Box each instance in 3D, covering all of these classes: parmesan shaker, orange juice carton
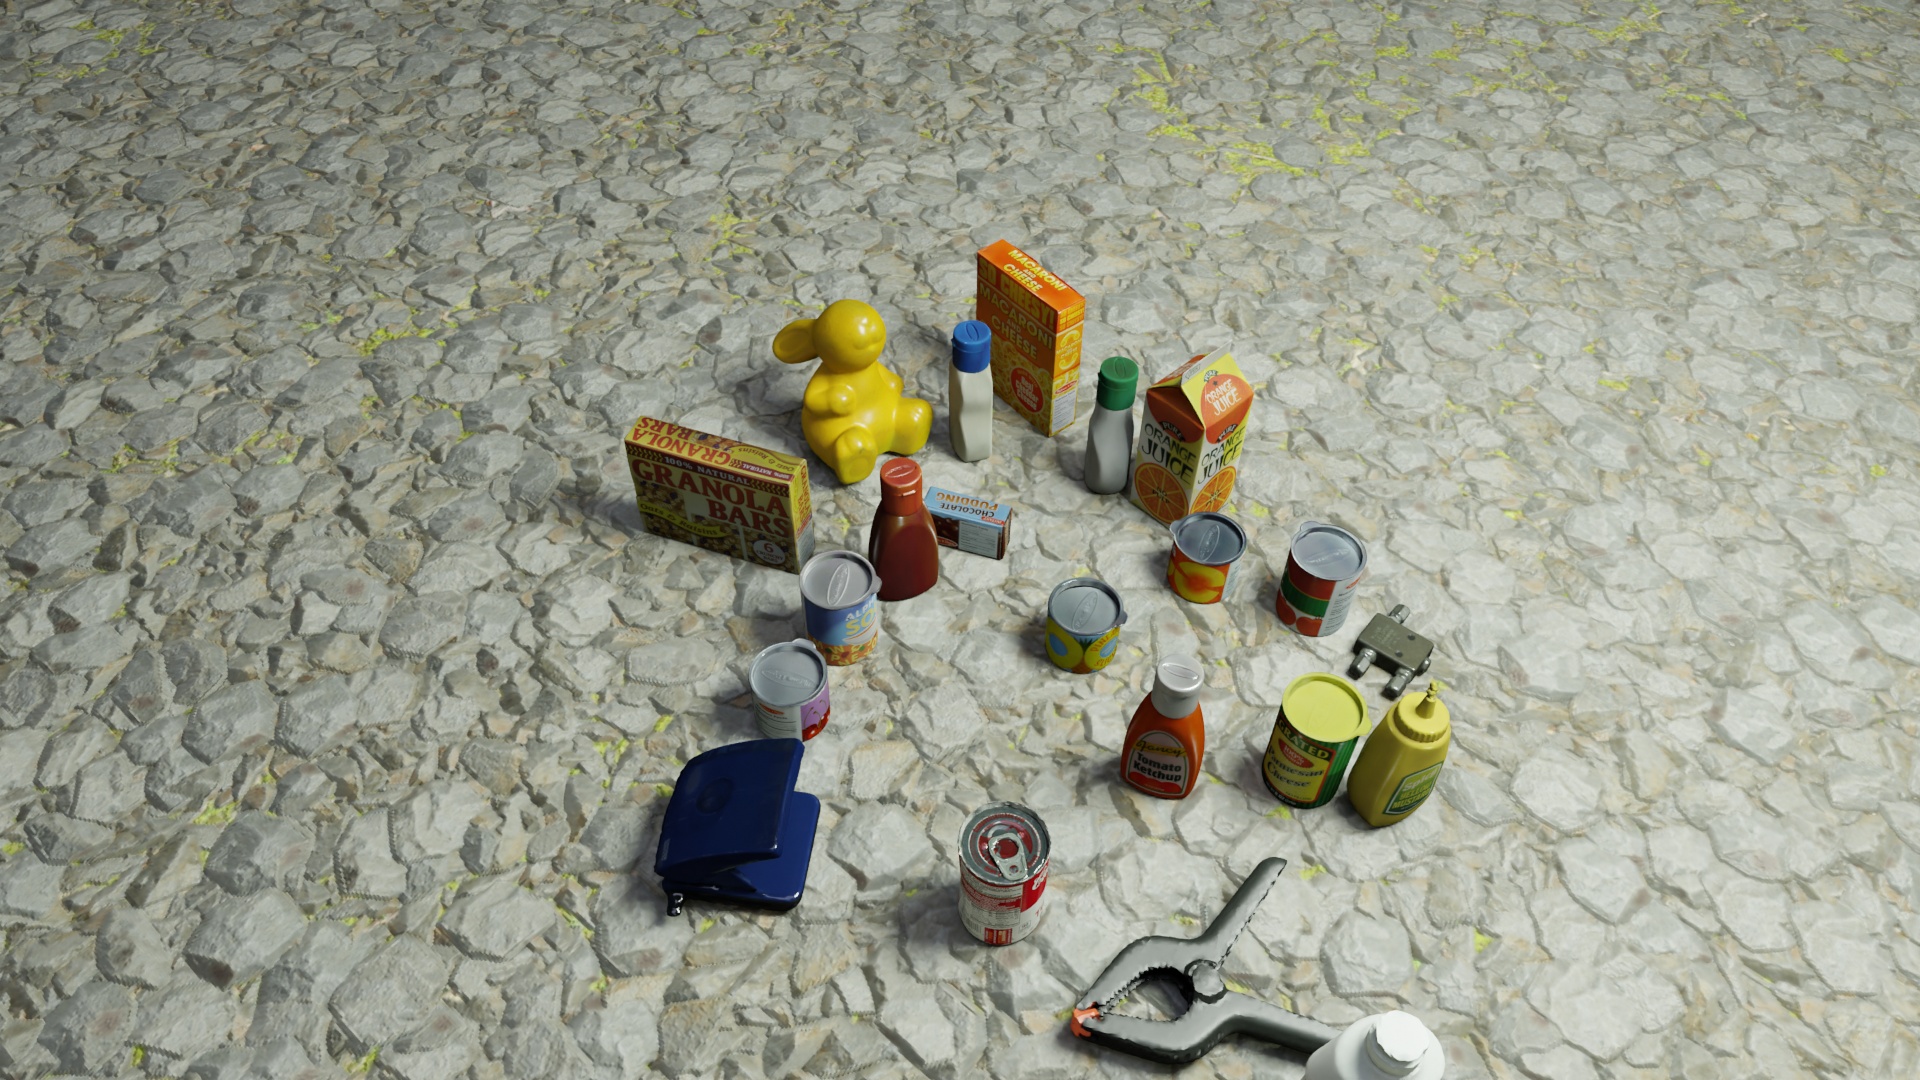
[{"bbox_3d":[0.286,0.164,1.120,0.071,0.102,0.072,1,48,0],"label":"parmesan shaker"},{"bbox_3d":[0.217,-0.100,1.297,0.072,0.191,0.073,-34,57,-27],"label":"orange juice carton"}]

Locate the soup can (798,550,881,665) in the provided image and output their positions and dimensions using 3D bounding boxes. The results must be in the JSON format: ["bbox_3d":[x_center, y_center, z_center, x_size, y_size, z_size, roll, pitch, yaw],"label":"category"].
[{"bbox_3d":[-0.103,0.061,1.219,0.071,0.083,0.072,1,48,-1],"label":"soup can"}]

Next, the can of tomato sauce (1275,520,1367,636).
[{"bbox_3d":[0.322,0.035,1.251,0.071,0.082,0.071,1,48,-1],"label":"can of tomato sauce"}]

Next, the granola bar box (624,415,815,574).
[{"bbox_3d":[-0.221,-0.040,1.281,0.166,0.123,0.039,15,50,12],"label":"granola bar box"}]

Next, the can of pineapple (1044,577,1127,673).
[{"bbox_3d":[0.110,0.076,1.227,0.071,0.057,0.071,1,48,-1],"label":"can of pineapple"}]

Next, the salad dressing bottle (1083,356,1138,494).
[{"bbox_3d":[0.146,-0.110,1.335,0.044,0.146,0.064,-2,48,-3],"label":"salad dressing bottle"}]

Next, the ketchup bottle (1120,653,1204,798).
[{"bbox_3d":[0.165,0.147,1.103,0.065,0.148,0.044,15,50,13],"label":"ketchup bottle"}]

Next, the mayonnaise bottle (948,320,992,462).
[{"bbox_3d":[0.011,-0.148,1.367,0.041,0.147,0.065,-11,49,-11],"label":"mayonnaise bottle"}]

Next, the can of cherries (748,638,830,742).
[{"bbox_3d":[-0.142,0.127,1.175,0.071,0.058,0.072,1,48,-1],"label":"can of cherries"}]

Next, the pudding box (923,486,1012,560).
[{"bbox_3d":[0.005,-0.016,1.314,0.084,0.049,0.030,14,49,11],"label":"pudding box"}]

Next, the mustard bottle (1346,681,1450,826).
[{"bbox_3d":[0.348,0.163,1.085,0.065,0.159,0.049,-19,51,-17],"label":"mustard bottle"}]

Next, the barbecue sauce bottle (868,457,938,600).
[{"bbox_3d":[-0.052,-0.010,1.240,0.065,0.147,0.044,-17,51,-15],"label":"barbecue sauce bottle"}]

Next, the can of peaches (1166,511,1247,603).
[{"bbox_3d":[0.225,0.015,1.284,0.071,0.057,0.071,1,48,-1],"label":"can of peaches"}]

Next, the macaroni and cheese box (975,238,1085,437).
[{"bbox_3d":[0.068,-0.204,1.406,0.040,0.165,0.124,-31,56,-25],"label":"macaroni and cheese box"}]
